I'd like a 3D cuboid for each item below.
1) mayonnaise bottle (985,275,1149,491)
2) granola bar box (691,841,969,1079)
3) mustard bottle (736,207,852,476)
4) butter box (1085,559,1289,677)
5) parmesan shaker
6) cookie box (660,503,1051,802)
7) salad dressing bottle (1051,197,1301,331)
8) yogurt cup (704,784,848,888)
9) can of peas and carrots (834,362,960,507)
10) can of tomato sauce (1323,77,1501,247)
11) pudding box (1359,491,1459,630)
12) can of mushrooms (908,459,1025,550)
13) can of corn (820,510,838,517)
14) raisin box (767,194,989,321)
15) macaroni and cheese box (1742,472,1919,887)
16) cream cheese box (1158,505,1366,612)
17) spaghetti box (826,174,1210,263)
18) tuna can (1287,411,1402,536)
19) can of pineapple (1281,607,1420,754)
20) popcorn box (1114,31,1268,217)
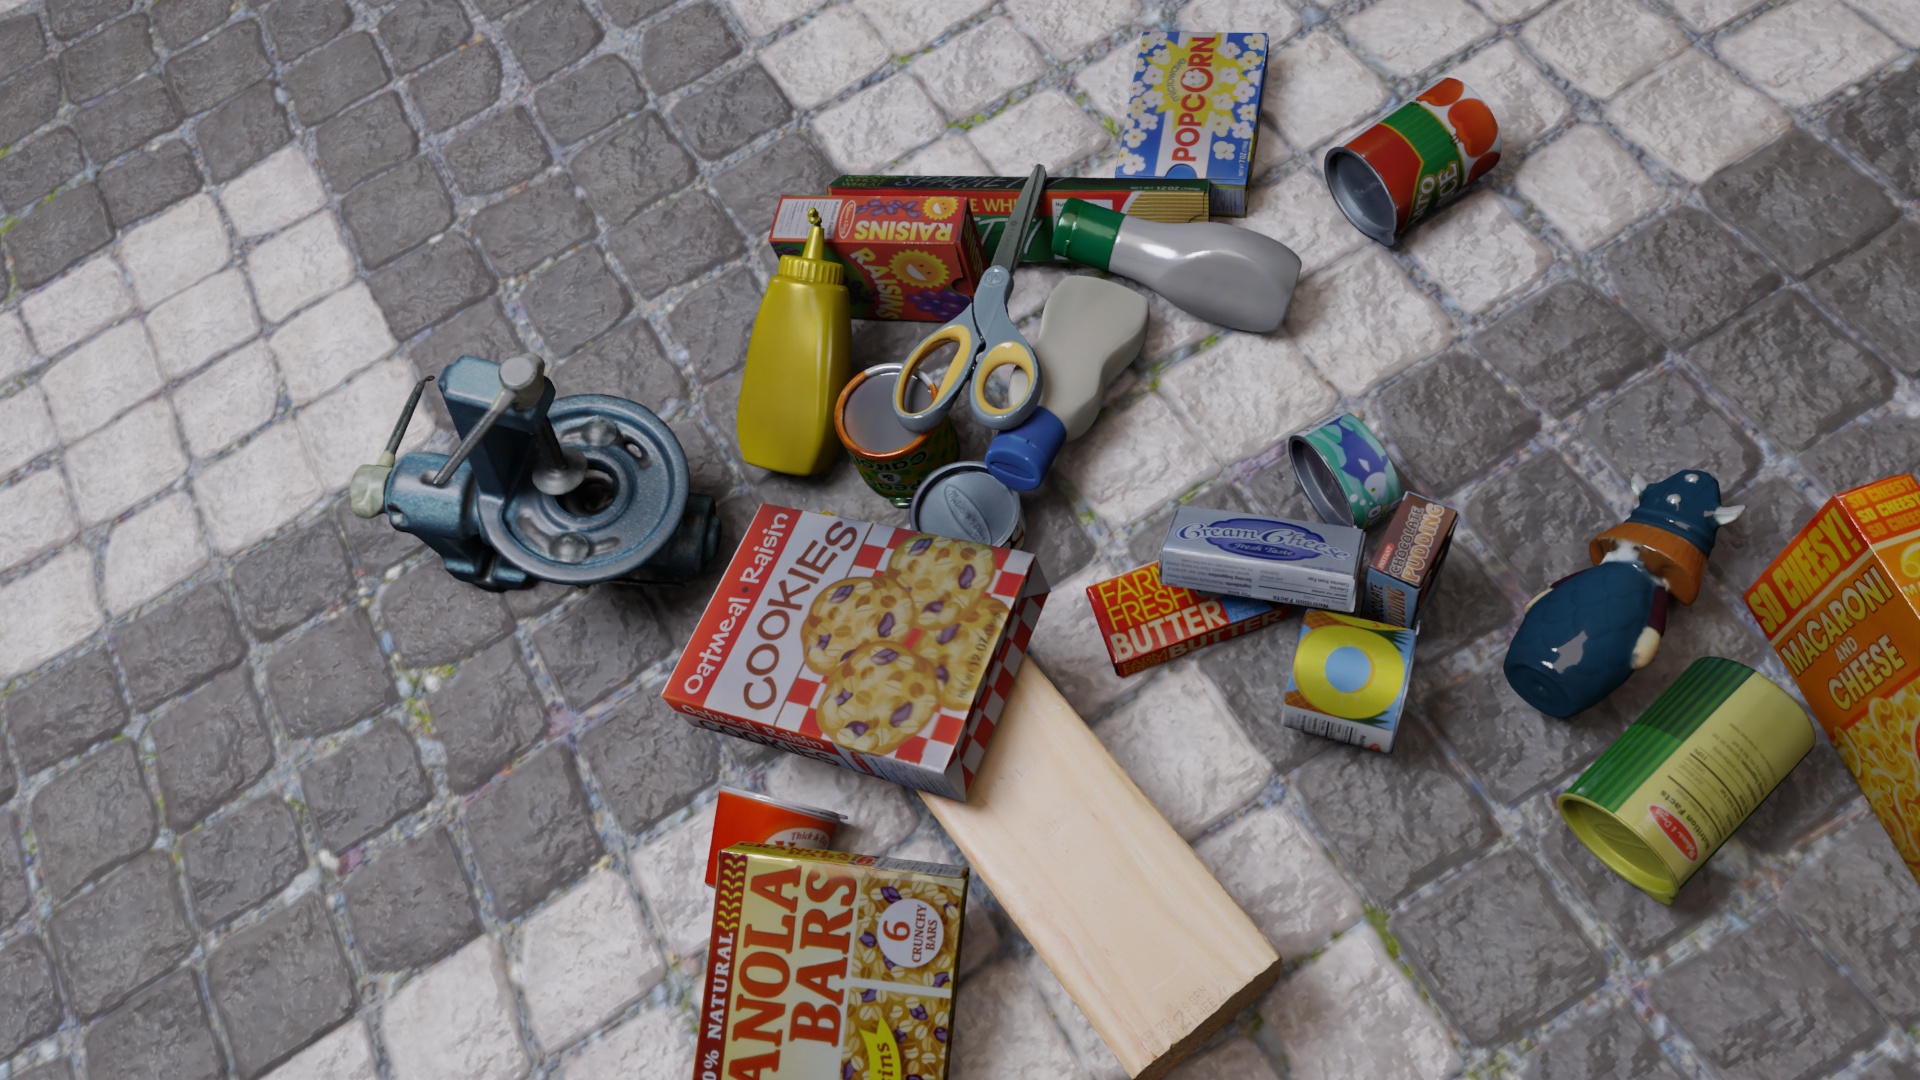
[{"bbox_3d":[0.061,-0.095,0.831,0.065,0.041,0.149,20,58,16],"label":"mayonnaise bottle"},{"bbox_3d":[-0.065,0.240,0.685,0.124,0.039,0.165,5,83,6],"label":"granola bar box"},{"bbox_3d":[-0.096,-0.122,0.849,0.065,0.049,0.159,14,103,16],"label":"mustard bottle"},{"bbox_3d":[0.127,0.034,0.783,0.103,0.024,0.053,-20,62,2],"label":"butter box"},{"bbox_3d":[0.354,0.116,0.676,0.103,0.071,0.071,-41,64,-9],"label":"parmesan shaker"},{"bbox_3d":[-0.053,0.053,0.712,0.167,0.040,0.123,10,61,26],"label":"cookie box"},{"bbox_3d":[0.130,-0.171,0.847,0.148,0.064,0.044,19,57,7],"label":"salad dressing bottle"},{"bbox_3d":[-0.104,0.166,0.750,0.072,0.072,0.054,11,76,16],"label":"yogurt cup"},{"bbox_3d":[-0.038,-0.064,0.845,0.071,0.058,0.071,-5,64,10],"label":"can of peas and carrots"},{"bbox_3d":[0.279,-0.233,0.853,0.083,0.071,0.071,-34,63,-6],"label":"can of tomato sauce"},{"bbox_3d":[0.237,0.015,0.735,0.030,0.083,0.050,26,73,21],"label":"pudding box"},{"bbox_3d":[0.003,-0.010,0.825,0.071,0.033,0.071,-4,65,9],"label":"can of mushrooms"},{"bbox_3d":[-0.076,0.025,0.805,0.071,0.071,0.058,39,78,25],"label":"can of corn"},{"bbox_3d":[-0.049,-0.179,0.886,0.123,0.085,0.040,4,65,14],"label":"raisin box"},{"bbox_3d":[0.445,0.069,0.644,0.040,0.123,0.167,-18,63,0],"label":"macaroni and cheese box"},{"bbox_3d":[0.162,0.009,0.745,0.104,0.024,0.054,8,30,17],"label":"cream cheese box"},{"bbox_3d":[0.036,-0.208,0.899,0.250,0.050,0.029,5,33,14],"label":"spaghetti box"},{"bbox_3d":[0.215,-0.035,0.774,0.033,0.071,0.071,-28,63,-2],"label":"tuna can"},{"bbox_3d":[0.204,0.071,0.726,0.058,0.070,0.071,13,69,17],"label":"can of pineapple"},{"bbox_3d":[0.154,-0.276,0.915,0.085,0.038,0.127,6,67,14],"label":"popcorn box"}]
